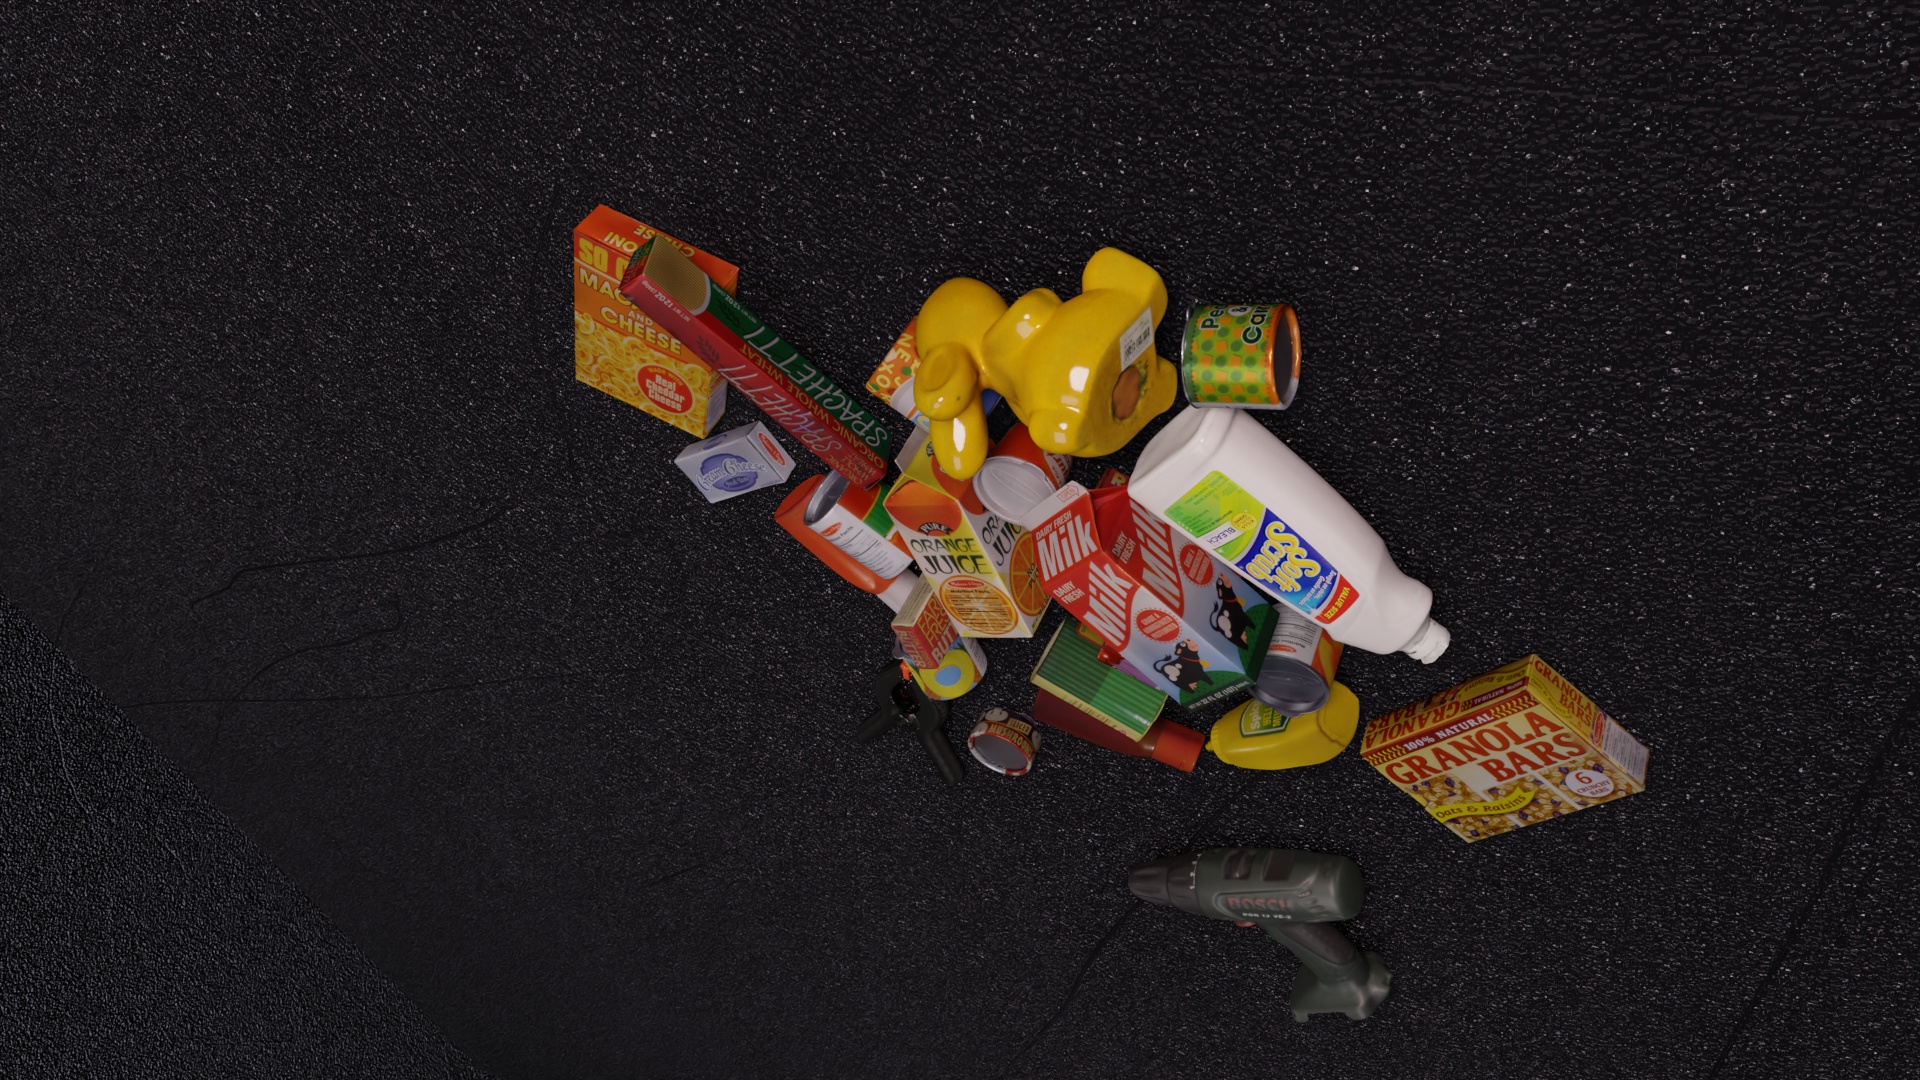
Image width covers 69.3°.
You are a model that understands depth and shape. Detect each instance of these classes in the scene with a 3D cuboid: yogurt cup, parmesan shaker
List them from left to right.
[{"bbox_3d":[0.050,-0.052,1.032,0.072,0.054,0.072,18,141,15],"label":"yogurt cup"},{"bbox_3d":[0.119,0.114,1.161,0.103,0.072,0.071,30,142,2],"label":"parmesan shaker"}]

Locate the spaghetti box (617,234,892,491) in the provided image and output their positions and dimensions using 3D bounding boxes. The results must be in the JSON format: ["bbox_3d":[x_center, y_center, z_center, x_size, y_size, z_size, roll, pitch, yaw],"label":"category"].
[{"bbox_3d":[-0.145,-0.128,1.036,0.028,0.050,0.249,-28,128,32],"label":"spaghetti box"}]

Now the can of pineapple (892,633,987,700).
[{"bbox_3d":[-0.018,0.100,1.235,0.071,0.071,0.057,-1,133,34],"label":"can of pineapple"}]

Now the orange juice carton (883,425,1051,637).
[{"bbox_3d":[0.004,-0.014,1.090,0.073,0.072,0.192,-2,132,34],"label":"orange juice carton"}]

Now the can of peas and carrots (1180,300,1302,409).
[{"bbox_3d":[0.176,-0.117,0.869,0.059,0.071,0.070,4,135,28],"label":"can of peas and carrots"}]

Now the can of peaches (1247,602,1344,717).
[{"bbox_3d":[0.254,0.090,1.056,0.071,0.058,0.071,17,141,15],"label":"can of peaches"}]

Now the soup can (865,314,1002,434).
[{"bbox_3d":[-0.017,-0.110,0.996,0.084,0.072,0.071,35,142,-6],"label":"soup can"}]

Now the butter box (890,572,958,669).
[{"bbox_3d":[-0.017,0.052,1.151,0.024,0.104,0.053,-1,133,35],"label":"butter box"}]

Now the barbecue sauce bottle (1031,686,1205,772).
[{"bbox_3d":[0.139,0.159,1.220,0.148,0.044,0.064,22,142,9],"label":"barbecue sauce bottle"}]

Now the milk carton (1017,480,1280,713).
[{"bbox_3d":[0.130,0.031,0.992,0.190,0.074,0.072,40,140,-12],"label":"milk carton"}]

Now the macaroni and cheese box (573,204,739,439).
[{"bbox_3d":[-0.243,-0.169,1.102,0.124,0.040,0.165,25,142,5],"label":"macaroni and cheese box"}]

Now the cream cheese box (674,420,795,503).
[{"bbox_3d":[-0.195,-0.066,1.198,0.103,0.024,0.053,-13,125,41],"label":"cream cheese box"}]

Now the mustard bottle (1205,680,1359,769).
[{"bbox_3d":[0.250,0.155,1.129,0.049,0.065,0.159,38,146,-17],"label":"mustard bottle"}]

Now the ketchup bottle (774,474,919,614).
[{"bbox_3d":[-0.088,0.010,1.198,0.148,0.044,0.064,43,138,-17],"label":"ketchup bottle"}]

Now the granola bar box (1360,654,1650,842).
[{"bbox_3d":[0.408,0.162,1.052,0.124,0.039,0.164,38,141,-10],"label":"granola bar box"}]

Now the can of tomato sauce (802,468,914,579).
[{"bbox_3d":[-0.075,-0.019,1.134,0.083,0.071,0.071,36,143,-22],"label":"can of tomato sauce"}]

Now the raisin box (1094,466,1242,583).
[{"bbox_3d":[0.145,0.008,1.050,0.123,0.040,0.085,28,142,0],"label":"raisin box"}]

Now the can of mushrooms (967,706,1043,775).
[{"bbox_3d":[0.044,0.191,1.325,0.071,0.034,0.070,18,141,16],"label":"can of mushrooms"}]

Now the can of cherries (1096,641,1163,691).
[{"bbox_3d":[0.147,0.080,1.106,0.058,0.072,0.071,25,142,7],"label":"can of cherries"}]
